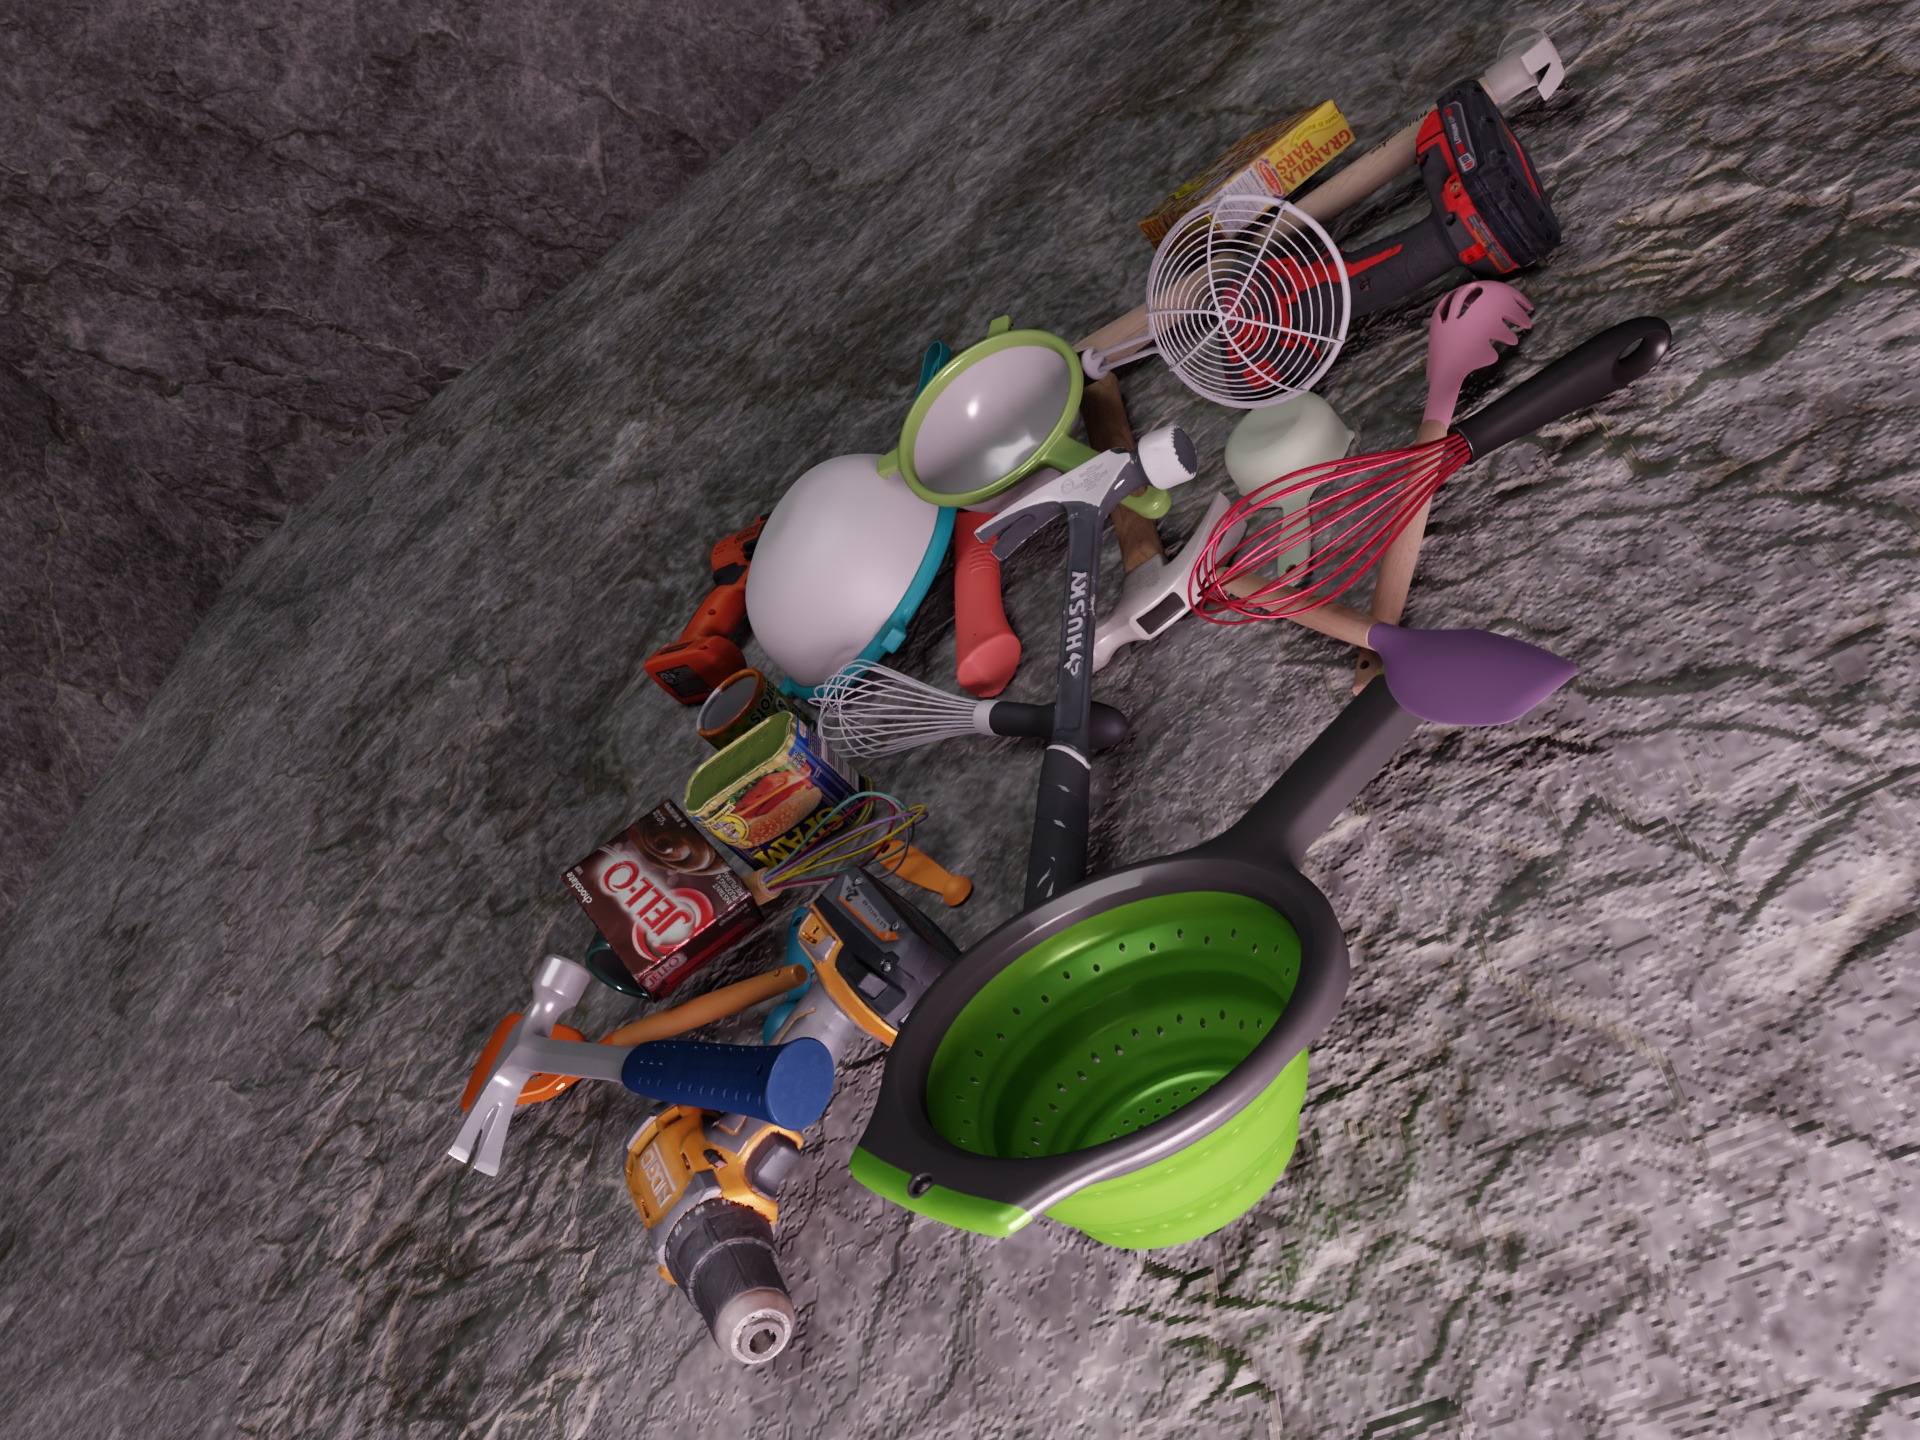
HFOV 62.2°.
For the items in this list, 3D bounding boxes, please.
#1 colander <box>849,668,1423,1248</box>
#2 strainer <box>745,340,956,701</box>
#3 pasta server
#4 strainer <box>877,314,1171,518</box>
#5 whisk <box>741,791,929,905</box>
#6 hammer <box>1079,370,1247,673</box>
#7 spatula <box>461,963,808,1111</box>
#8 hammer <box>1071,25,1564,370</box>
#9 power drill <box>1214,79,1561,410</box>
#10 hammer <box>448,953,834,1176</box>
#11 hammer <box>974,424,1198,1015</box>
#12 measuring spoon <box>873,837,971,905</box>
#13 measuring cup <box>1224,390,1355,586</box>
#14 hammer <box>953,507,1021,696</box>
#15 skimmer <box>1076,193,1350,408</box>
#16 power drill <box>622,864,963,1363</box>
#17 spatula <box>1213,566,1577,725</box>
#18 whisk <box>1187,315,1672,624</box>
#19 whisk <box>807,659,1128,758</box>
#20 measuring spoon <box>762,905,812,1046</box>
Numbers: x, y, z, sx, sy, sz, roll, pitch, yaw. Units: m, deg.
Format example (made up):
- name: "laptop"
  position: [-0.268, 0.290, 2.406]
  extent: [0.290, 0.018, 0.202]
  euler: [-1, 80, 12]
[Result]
- name: "colander"
  position: [0.130, 0.106, 0.712]
  extent: [0.397, 0.094, 0.204]
  euler: [-41, 24, -31]
- name: "strainer"
  position: [-0.086, -0.182, 1.245]
  extent: [0.211, 0.095, 0.341]
  euler: [-22, 45, 52]
- name: "pasta server"
  position: [0.265, -0.139, 0.895]
  extent: [0.060, 0.040, 0.316]
  euler: [-10, 49, 45]
- name: "strainer"
  position: [0.065, -0.180, 1.106]
  extent: [0.151, 0.069, 0.257]
  euler: [-51, 47, -3]
- name: "whisk"
  position: [-0.113, 0.100, 1.038]
  extent: [0.245, 0.051, 0.047]
  euler: [-27, 37, 38]
- name: "hammer"
  position: [0.115, -0.162, 1.099]
  extent: [0.130, 0.031, 0.332]
  euler: [-33, 31, 20]
- name: "spatula"
  position: [-0.214, 0.199, 1.035]
  extent: [0.322, 0.041, 0.081]
  euler: [-26, 33, 38]
- name: "hammer"
  position: [0.239, -0.358, 1.158]
  extent: [0.410, 0.038, 0.146]
  euler: [-30, 16, 29]
- name: "power drill"
  position: [0.264, -0.306, 1.042]
  extent: [0.219, 0.078, 0.143]
  euler: [-30, 41, 31]
- name: "hammer"
  position: [-0.187, 0.199, 0.892]
  extent: [0.405, 0.035, 0.144]
  euler: [-14, 46, 55]
- name: "hammer"
  position: [0.057, 0.006, 0.902]
  extent: [0.149, 0.036, 0.409]
  euler: [-18, 47, 32]
- name: "measuring spoon"
  position: [-0.027, 0.090, 0.982]
  extent: [0.021, 0.011, 0.117]
  euler: [-51, 30, -10]
- name: "measuring cup"
  position: [0.195, -0.144, 0.969]
  extent: [0.083, 0.038, 0.168]
  euler: [-25, 33, 31]
- name: "hammer"
  position: [0.004, -0.133, 1.197]
  extent: [0.149, 0.036, 0.359]
  euler: [-32, 32, 22]
- name: "skimmer"
  position: [0.136, -0.260, 1.076]
  extent: [0.090, 0.127, 0.363]
  euler: [-28, 11, -10]
- name: "power drill"
  position: [-0.081, 0.207, 0.839]
  extent: [0.226, 0.084, 0.185]
  euler: [-51, 29, -1]
- name: "spatula"
  position: [0.202, -0.047, 0.823]
  extent: [0.060, 0.018, 0.316]
  euler: [-36, 21, -4]
- name: "whisk"
  position: [0.247, -0.135, 0.840]
  extent: [0.296, 0.073, 0.073]
  euler: [-30, 30, -2]
- name: "whisk"
  position: [-0.001, -0.004, 1.027]
  extent: [0.285, 0.070, 0.070]
  euler: [4, 55, 47]
- name: "measuring spoon"
  position: [-0.107, 0.157, 0.985]
  extent: [0.042, 0.021, 0.129]
  euler: [-33, 32, 20]
